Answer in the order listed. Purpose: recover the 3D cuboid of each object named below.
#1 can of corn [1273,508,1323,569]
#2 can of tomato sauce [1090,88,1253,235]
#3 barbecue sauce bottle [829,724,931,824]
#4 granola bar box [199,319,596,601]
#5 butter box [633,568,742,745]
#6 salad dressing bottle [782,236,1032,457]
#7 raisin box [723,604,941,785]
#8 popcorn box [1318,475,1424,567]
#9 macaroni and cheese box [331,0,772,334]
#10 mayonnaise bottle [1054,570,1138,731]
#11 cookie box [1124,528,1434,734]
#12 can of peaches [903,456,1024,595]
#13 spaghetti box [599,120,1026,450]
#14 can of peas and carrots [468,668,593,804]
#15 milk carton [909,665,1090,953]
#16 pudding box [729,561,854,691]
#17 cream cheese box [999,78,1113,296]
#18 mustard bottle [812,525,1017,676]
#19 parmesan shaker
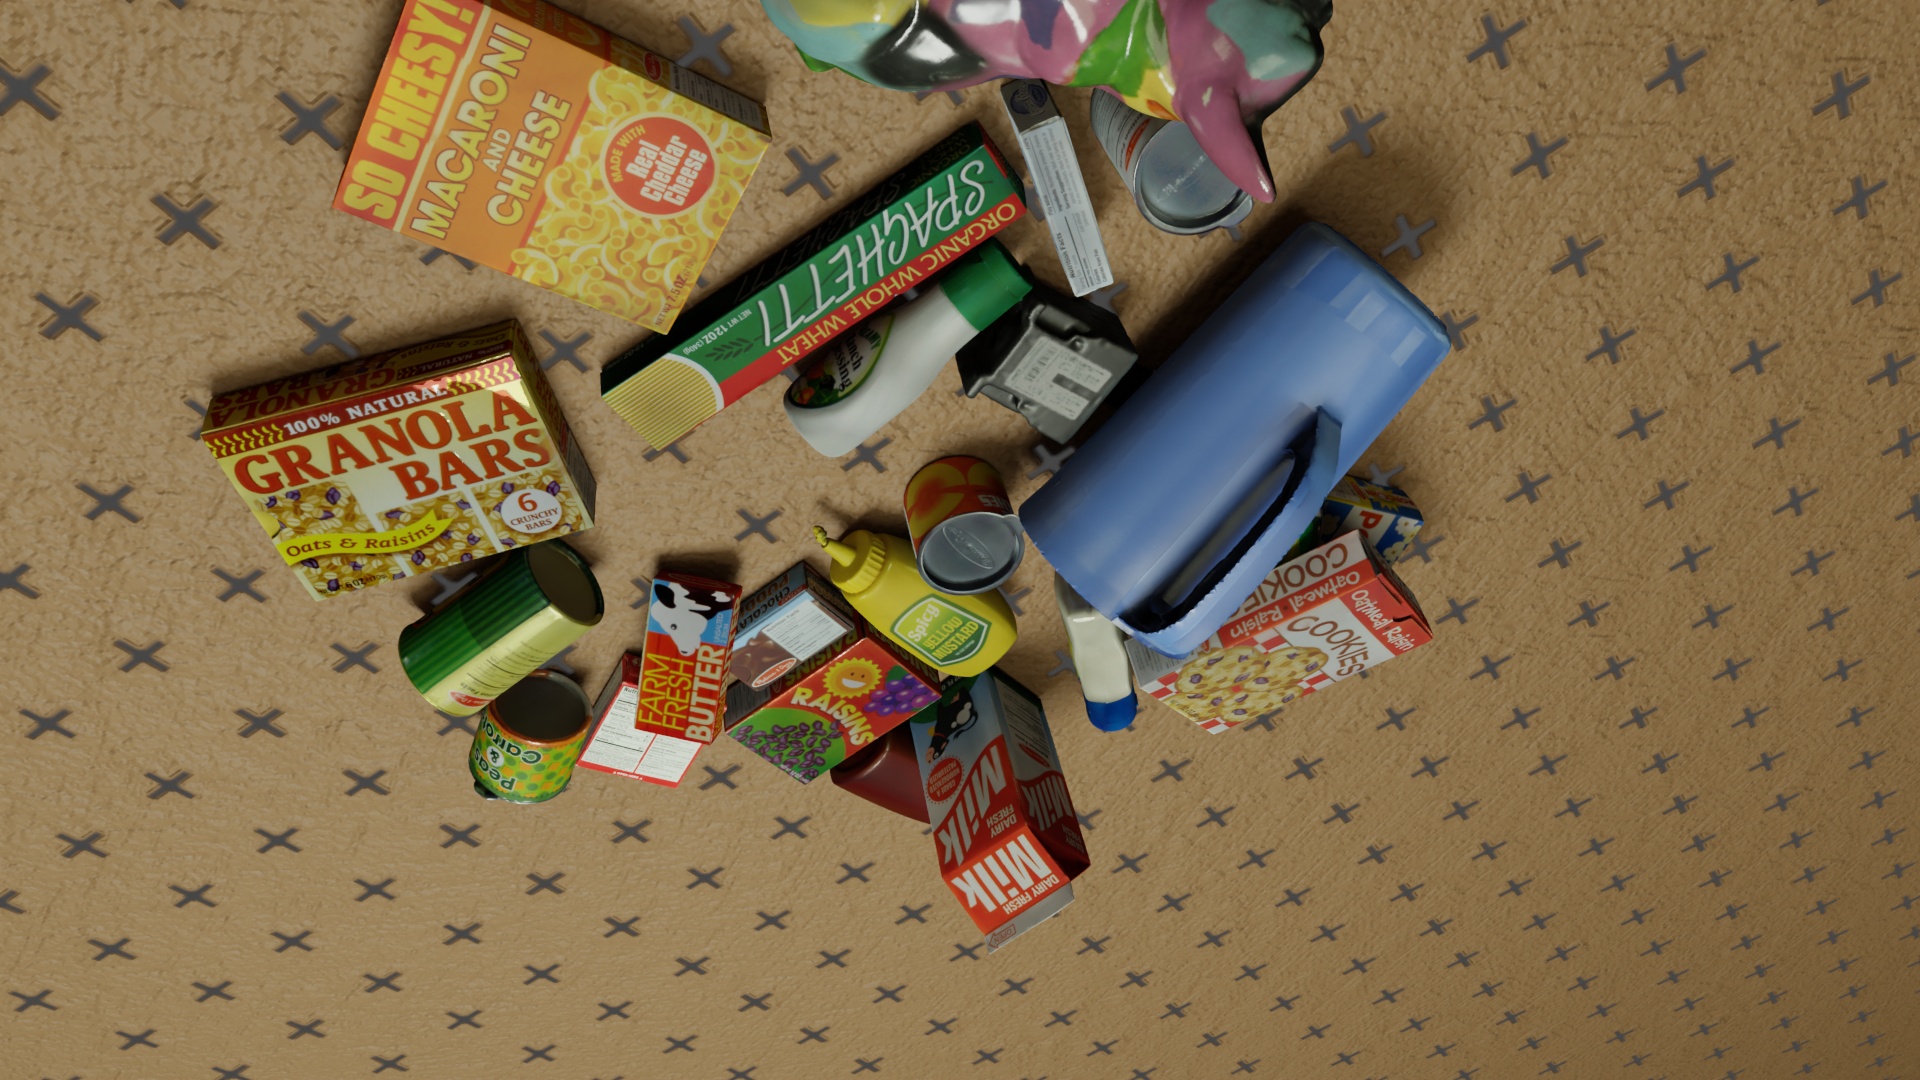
[{"bbox_3d":[0.188,-0.009,0.894,0.058,0.071,0.070,10,127,-21],"label":"can of corn"},{"bbox_3d":[0.108,-0.201,0.696,0.071,0.083,0.070,-7,131,-8],"label":"can of tomato sauce"},{"bbox_3d":[-0.023,0.180,1.017,0.064,0.044,0.148,-33,131,28],"label":"barbecue sauce bottle"},{"bbox_3d":[-0.299,-0.041,0.757,0.166,0.039,0.123,-15,132,-2],"label":"granola bar box"},{"bbox_3d":[-0.170,0.073,0.866,0.053,0.024,0.103,11,105,2],"label":"butter box"},{"bbox_3d":[-0.029,-0.106,0.757,0.147,0.064,0.044,-37,126,14],"label":"salad dressing bottle"},{"bbox_3d":[-0.087,0.104,0.938,0.123,0.040,0.086,-34,129,17],"label":"raisin box"},{"bbox_3d":[0.243,0.014,0.947,0.085,0.038,0.126,11,126,-23],"label":"popcorn box"},{"bbox_3d":[-0.193,-0.183,0.662,0.166,0.040,0.123,19,123,-28],"label":"macaroni and cheese box"},{"bbox_3d":[0.095,0.075,0.947,0.041,0.065,0.147,-10,136,6],"label":"mayonnaise bottle"},{"bbox_3d":[0.210,0.065,0.909,0.167,0.040,0.123,-28,146,21],"label":"cookie box"},{"bbox_3d":[0.003,-0.011,0.850,0.071,0.058,0.070,-7,131,-8],"label":"can of peaches"},{"bbox_3d":[-0.080,-0.133,0.743,0.250,0.029,0.050,-31,131,12],"label":"spaghetti box"},{"bbox_3d":[-0.276,0.125,0.886,0.071,0.071,0.058,12,125,-24],"label":"can of peas and carrots"},{"bbox_3d":[0.027,0.178,0.929,0.072,0.191,0.073,-38,128,18],"label":"milk carton"},{"bbox_3d":[-0.117,0.056,0.895,0.083,0.030,0.049,-34,131,15],"label":"pudding box"},{"bbox_3d":[0.051,-0.183,0.718,0.024,0.053,0.103,-21,132,6],"label":"cream cheese box"},{"bbox_3d":[-0.035,0.033,0.883,0.160,0.049,0.065,32,115,-34],"label":"mustard bottle"},{"bbox_3d":[-0.270,0.050,0.828,0.103,0.071,0.071,-34,130,14],"label":"parmesan shaker"}]
